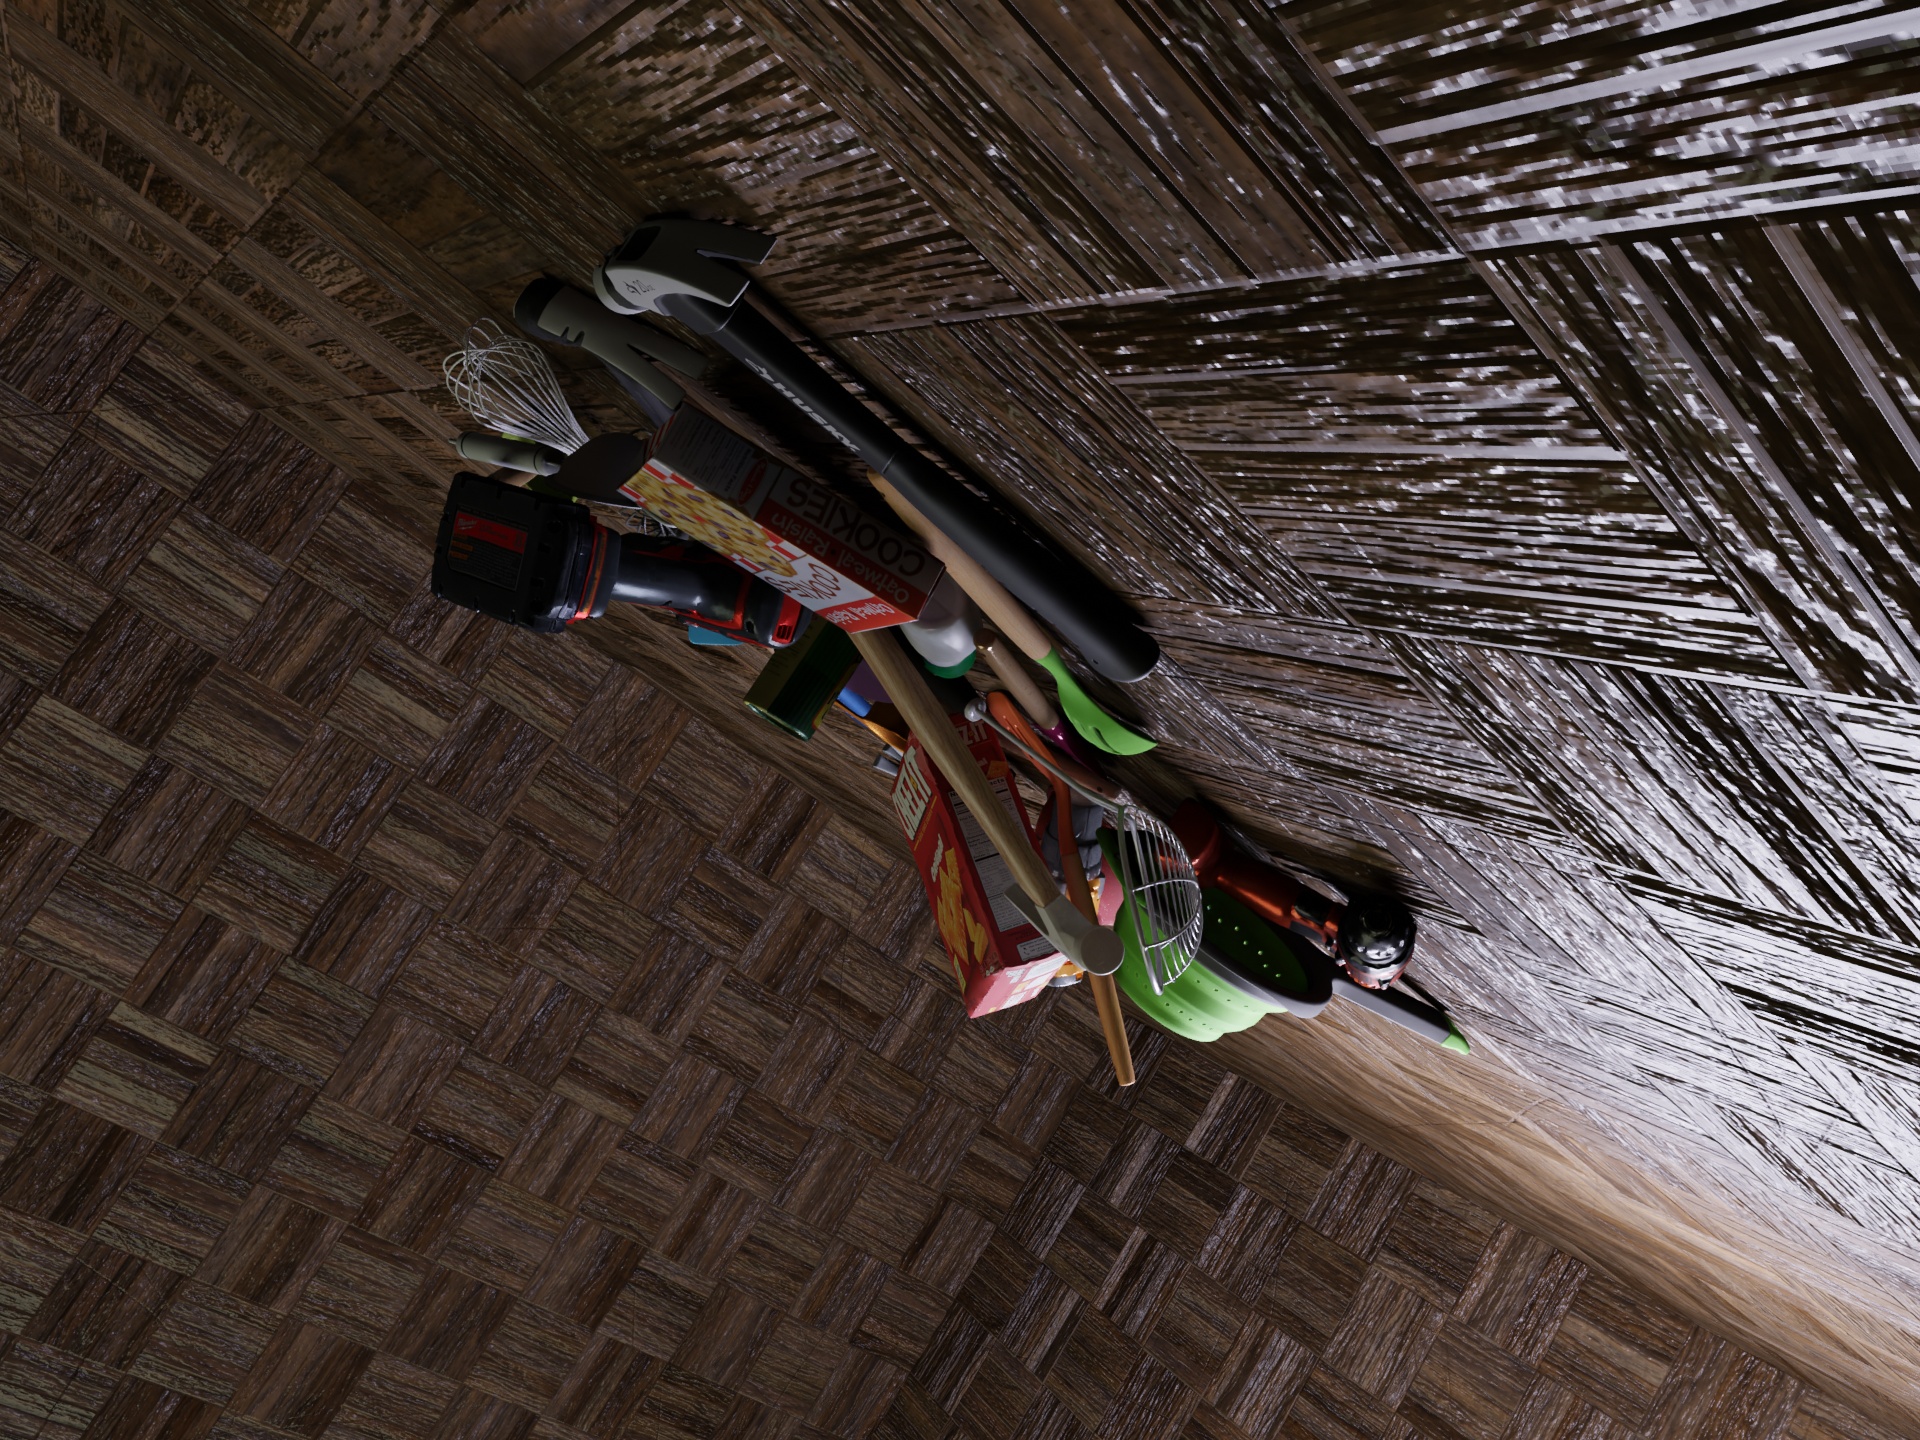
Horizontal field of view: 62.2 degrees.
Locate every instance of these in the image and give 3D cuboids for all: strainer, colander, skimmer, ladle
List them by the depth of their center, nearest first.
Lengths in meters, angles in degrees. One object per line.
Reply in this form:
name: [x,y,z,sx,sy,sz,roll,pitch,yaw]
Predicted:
strainer: [-0.260,-0.167,1.021,0.259,0.050,0.087,17,-162,41]
skimmer: [0.034,0.046,1.132,0.364,0.090,0.127,39,171,27]
ladle: [-0.329,-0.175,1.165,0.078,0.062,0.320,48,-172,-14]
colander: [0.252,0.220,1.293,0.396,0.094,0.205,27,-162,-24]

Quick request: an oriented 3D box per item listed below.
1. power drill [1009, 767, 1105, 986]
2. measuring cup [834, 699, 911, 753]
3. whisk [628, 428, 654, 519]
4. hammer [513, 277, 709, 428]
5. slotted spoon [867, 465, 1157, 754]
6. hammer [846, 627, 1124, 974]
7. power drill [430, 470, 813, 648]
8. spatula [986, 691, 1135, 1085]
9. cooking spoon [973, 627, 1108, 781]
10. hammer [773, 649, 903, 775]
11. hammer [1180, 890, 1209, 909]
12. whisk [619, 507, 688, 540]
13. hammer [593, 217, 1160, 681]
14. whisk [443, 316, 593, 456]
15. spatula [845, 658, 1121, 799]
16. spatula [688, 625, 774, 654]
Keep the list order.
power drill: [0.050,0.103,1.411,0.084,0.185,0.226,-5,-154,-30]
measuring cup: [-0.073,-0.019,1.437,0.174,0.052,0.095,32,171,14]
whisk: [-0.182,-0.142,1.176,0.058,0.059,0.246,-2,160,23]
hammer: [-0.156,-0.159,1.023,0.127,0.034,0.336,30,171,23]
slotted spoon: [0.034,-0.056,0.946,0.070,0.031,0.313,34,173,44]
hammer: [-0.005,0.026,1.065,0.331,0.031,0.130,56,171,-4]
power drill: [-0.231,-0.102,1.045,0.188,0.080,0.226,19,-172,36]
spatula: [0.082,0.129,1.242,0.081,0.041,0.322,162,94,-81]
cooking spoon: [0.056,-0.008,1.104,0.069,0.017,0.318,38,178,22]
hammer: [-0.096,0.003,1.683,0.144,0.035,0.405,28,170,29]
hammer: [0.195,0.158,1.524,0.128,0.033,0.331,37,170,-21]
whisk: [-0.239,-0.160,1.272,0.055,0.055,0.239,33,176,-4]
hammer: [-0.022,-0.120,0.767,0.334,0.035,0.146,37,171,-27]
whisk: [-0.289,-0.208,1.160,0.070,0.070,0.284,30,175,17]
spatula: [-0.002,-0.004,1.342,0.316,0.018,0.059,26,133,25]
spatula: [-0.197,-0.084,1.528,0.044,0.082,0.317,3,172,6]
